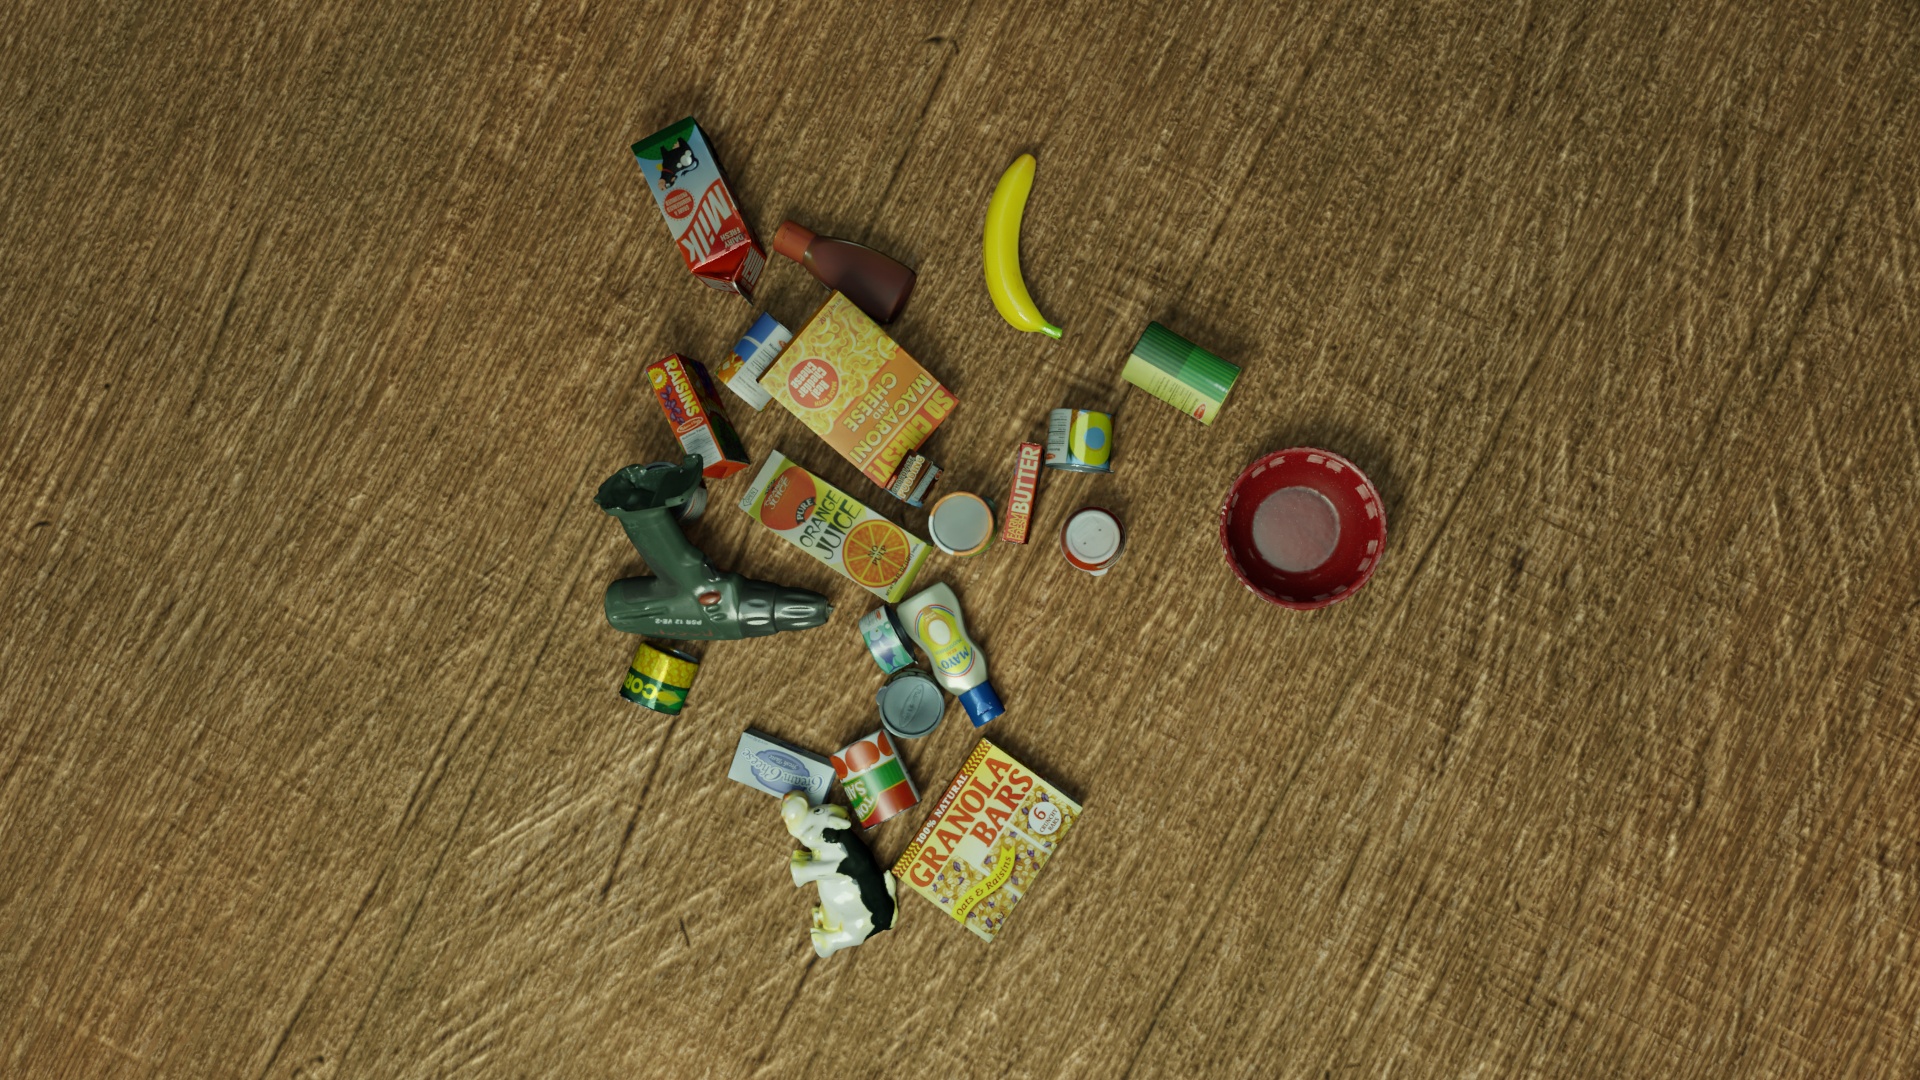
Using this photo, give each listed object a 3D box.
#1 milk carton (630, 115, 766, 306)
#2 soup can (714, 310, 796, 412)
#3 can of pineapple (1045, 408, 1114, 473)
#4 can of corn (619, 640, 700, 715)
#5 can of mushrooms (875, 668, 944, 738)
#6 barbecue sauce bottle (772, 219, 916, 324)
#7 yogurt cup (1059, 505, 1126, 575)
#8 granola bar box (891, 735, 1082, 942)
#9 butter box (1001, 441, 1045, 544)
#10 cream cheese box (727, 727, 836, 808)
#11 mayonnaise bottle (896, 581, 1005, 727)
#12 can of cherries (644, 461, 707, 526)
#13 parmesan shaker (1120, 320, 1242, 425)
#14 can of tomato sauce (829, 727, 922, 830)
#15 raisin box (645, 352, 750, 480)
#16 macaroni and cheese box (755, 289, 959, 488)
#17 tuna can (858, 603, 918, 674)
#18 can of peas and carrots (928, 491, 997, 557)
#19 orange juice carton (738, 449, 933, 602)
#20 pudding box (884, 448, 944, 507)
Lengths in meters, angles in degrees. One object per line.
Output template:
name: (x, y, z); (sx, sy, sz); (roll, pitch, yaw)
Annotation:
milk carton: (-0.262, -0.333, 1.443); (0.073, 0.072, 0.190); (-26, 86, 3)
soup can: (-0.204, -0.185, 1.436); (0.071, 0.071, 0.083); (41, 93, 5)
can of pineapple: (0.122, -0.100, 1.402); (0.071, 0.071, 0.058); (6, 88, 5)
can of corn: (-0.310, 0.140, 1.427); (0.071, 0.071, 0.058); (22, 89, 6)
can of mushrooms: (-0.052, 0.164, 1.414); (0.071, 0.033, 0.071); (-1, 99, -4)
barbecue sauce bottle: (-0.123, -0.284, 1.443); (0.148, 0.043, 0.065); (29, 90, 6)
yogurt cup: (0.133, -0.003, 1.402); (0.072, 0.054, 0.072); (0, 87, 5)
granola bar box: (0.027, 0.300, 1.405); (0.124, 0.039, 0.165); (35, 91, 5)
butter box: (0.065, -0.047, 1.410); (0.024, 0.053, 0.103); (10, 88, 8)
cream cheese box: (-0.182, 0.237, 1.432); (0.104, 0.024, 0.053); (20, 97, 6)
mayonnaise bottle: (-0.005, 0.118, 1.415); (0.065, 0.041, 0.148); (-30, 85, 1)
can of cherries: (-0.304, -0.049, 1.441); (0.071, 0.058, 0.071); (0, 89, 6)
parmesan shaker: (0.222, -0.170, 1.393); (0.103, 0.071, 0.071); (30, 91, 6)
can of tomato sauce: (-0.088, 0.241, 1.403); (0.071, 0.071, 0.083); (-27, 85, 4)
raisin box: (-0.269, -0.126, 1.427); (0.040, 0.086, 0.123); (-26, 86, 9)
macaroni and cheese box: (-0.103, -0.153, 1.407); (0.166, 0.040, 0.123); (41, 93, -18)
tuna can: (-0.073, 0.103, 1.410); (0.033, 0.071, 0.071); (-29, 86, 4)
can of peas and carrots: (0.005, -0.018, 1.411); (0.071, 0.059, 0.071); (0, 88, 5)
orange juice carton: (-0.129, -0.015, 1.416); (0.193, 0.073, 0.072); (31, 91, 6)
pudding box: (-0.046, -0.062, 1.406); (0.030, 0.083, 0.049); (32, 92, 8)
